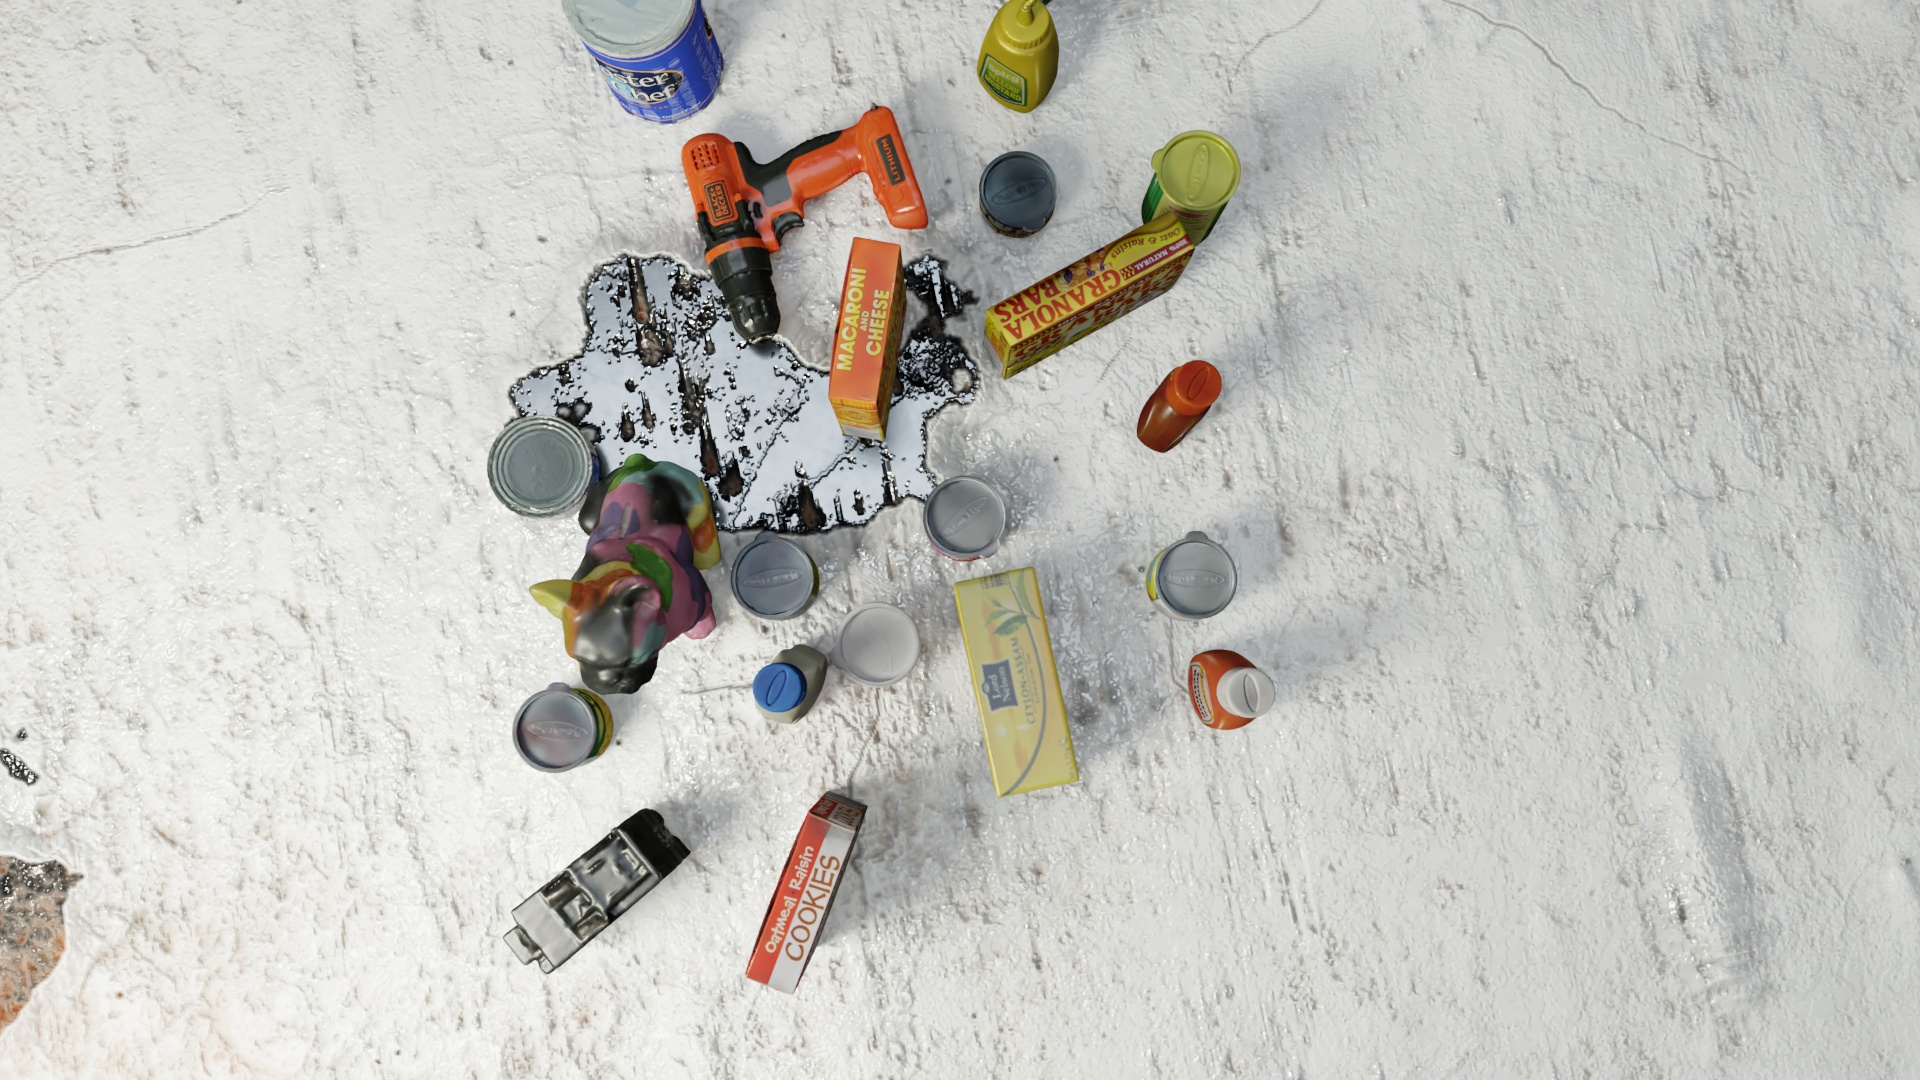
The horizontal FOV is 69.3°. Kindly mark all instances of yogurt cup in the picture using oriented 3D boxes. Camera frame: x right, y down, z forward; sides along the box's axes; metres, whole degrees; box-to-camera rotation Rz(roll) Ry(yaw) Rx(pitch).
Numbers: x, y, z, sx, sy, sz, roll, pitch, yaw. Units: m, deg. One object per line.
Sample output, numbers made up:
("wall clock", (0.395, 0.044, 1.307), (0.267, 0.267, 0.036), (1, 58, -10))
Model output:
("yogurt cup", (-0.066, 0.084, 1.123), (0.072, 0.054, 0.072), (0, 84, -1))

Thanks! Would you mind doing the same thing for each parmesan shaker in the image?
("parmesan shaker", (0.184, -0.287, 1.139), (0.071, 0.103, 0.071), (0, 85, -1))

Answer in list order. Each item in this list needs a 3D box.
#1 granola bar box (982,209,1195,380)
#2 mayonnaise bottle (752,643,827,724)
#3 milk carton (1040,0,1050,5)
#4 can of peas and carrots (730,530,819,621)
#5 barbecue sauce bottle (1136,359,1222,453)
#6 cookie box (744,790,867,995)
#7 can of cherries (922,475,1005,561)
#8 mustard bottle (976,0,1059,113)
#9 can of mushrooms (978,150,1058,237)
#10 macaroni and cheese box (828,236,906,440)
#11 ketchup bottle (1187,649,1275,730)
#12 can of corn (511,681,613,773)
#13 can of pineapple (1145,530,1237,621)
("granola bar box", (0.100, -0.194, 1.118), (0.166, 0.124, 0.039), (-29, 86, -3))
("mayonnaise bottle", (-0.133, 0.112, 1.072), (0.041, 0.148, 0.065), (25, 85, 2))
("milk carton", (0.069, -0.515, 1.117), (0.072, 0.190, 0.073), (-41, 86, -4))
("can of peas and carrots", (-0.150, 0.030, 1.125), (0.071, 0.058, 0.071), (0, 84, -1))
("barbecue sauce bottle", (0.174, -0.110, 1.098), (0.044, 0.148, 0.065), (32, 85, 2))
("cookie box", (-0.113, 0.260, 1.048), (0.040, 0.167, 0.123), (20, 85, 1))
("can of cherries", (0.004, -0.014, 1.132), (0.071, 0.058, 0.071), (0, 84, -1))
("mustard bottle", (0.048, -0.399, 1.120), (0.065, 0.160, 0.049), (33, 85, 2))
("can of mushrooms", (0.049, -0.289, 1.173), (0.071, 0.033, 0.071), (0, 84, -1))
("macaroni and cheese box", (-0.072, -0.153, 1.091), (0.040, 0.166, 0.124), (8, 85, 0))
("ketchup bottle", (0.210, 0.116, 1.075), (0.043, 0.148, 0.065), (-10, 85, -1))
("can of corn", (-0.317, 0.148, 1.112), (0.071, 0.058, 0.071), (0, 84, -1))
("can of pineapple", (0.187, 0.031, 1.130), (0.071, 0.058, 0.071), (0, 84, -1))
